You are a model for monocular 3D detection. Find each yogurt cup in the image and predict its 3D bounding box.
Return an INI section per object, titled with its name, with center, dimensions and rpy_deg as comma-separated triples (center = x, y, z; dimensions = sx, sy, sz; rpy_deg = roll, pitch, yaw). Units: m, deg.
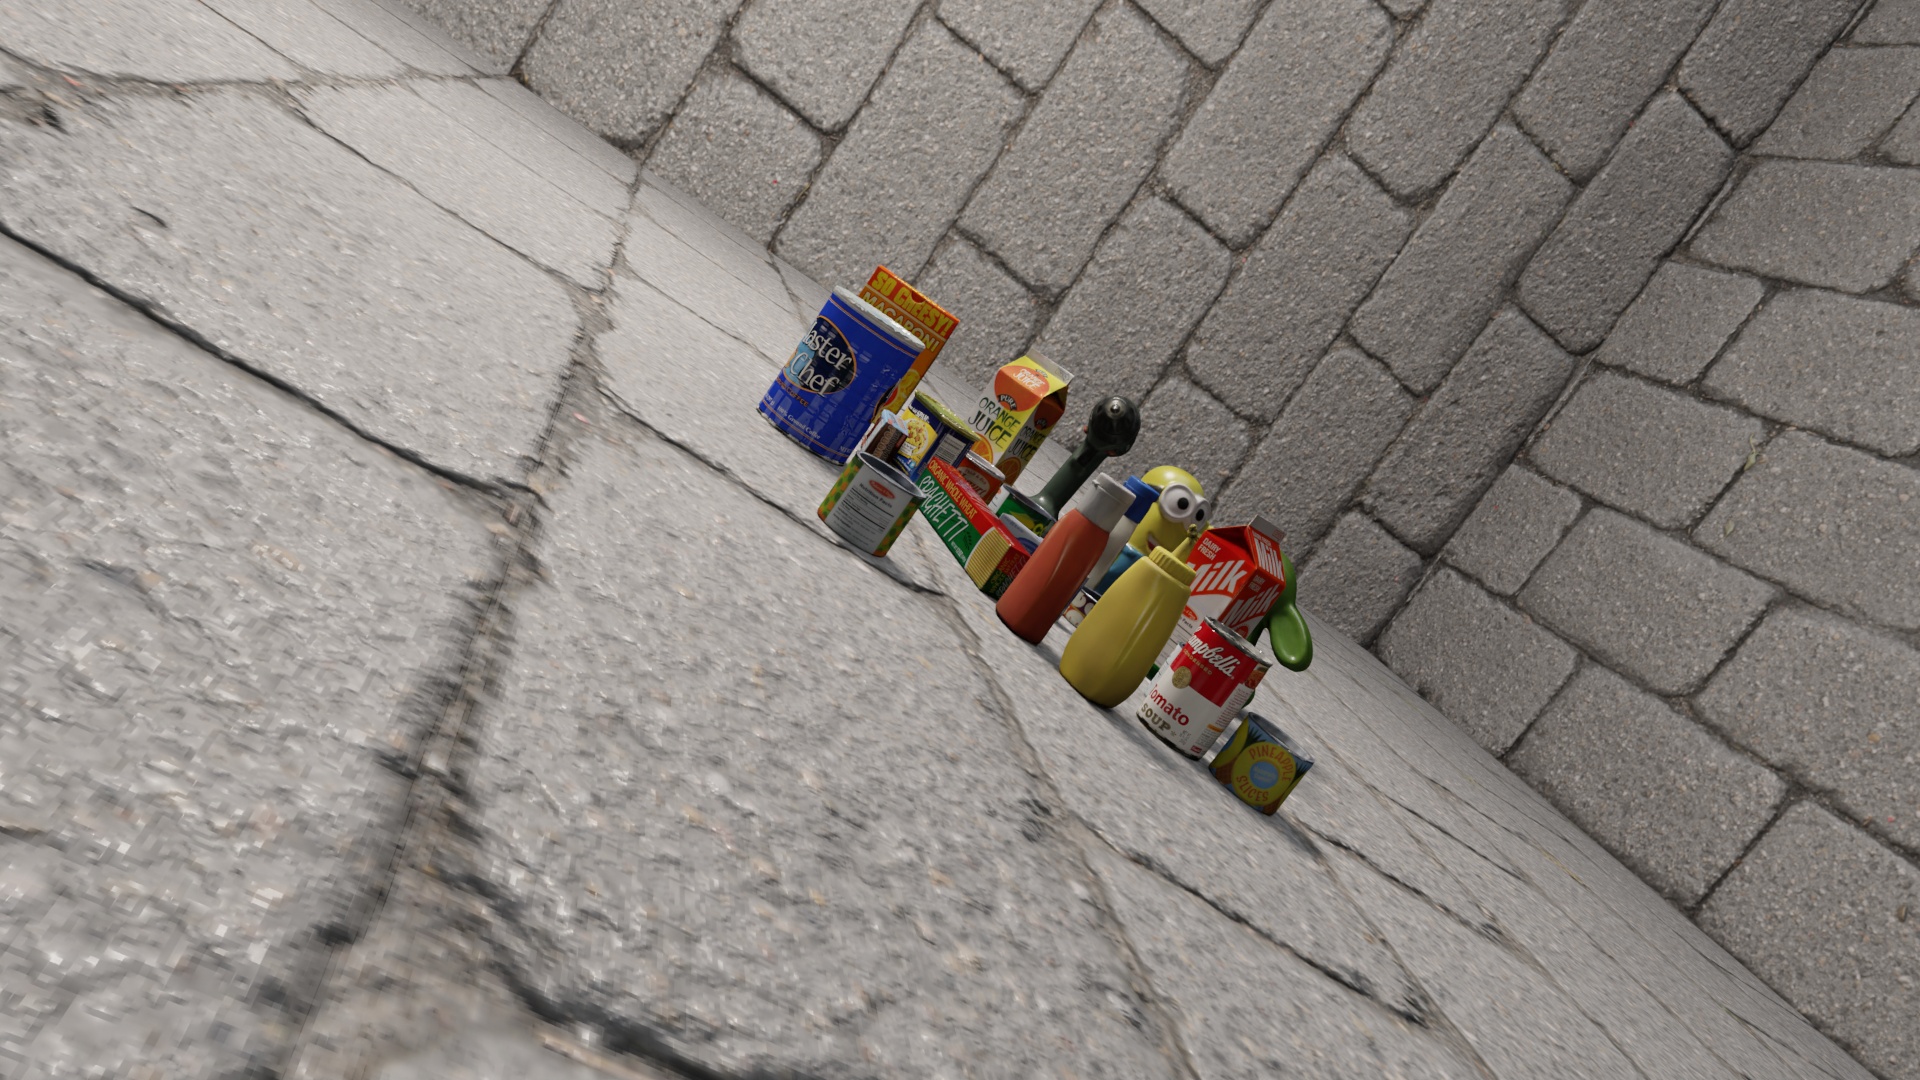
[yogurt cup]
center = 0.010, -0.071, 1.610
dimensions = 0.072, 0.054, 0.072
rpy_deg = 34, 9, -6

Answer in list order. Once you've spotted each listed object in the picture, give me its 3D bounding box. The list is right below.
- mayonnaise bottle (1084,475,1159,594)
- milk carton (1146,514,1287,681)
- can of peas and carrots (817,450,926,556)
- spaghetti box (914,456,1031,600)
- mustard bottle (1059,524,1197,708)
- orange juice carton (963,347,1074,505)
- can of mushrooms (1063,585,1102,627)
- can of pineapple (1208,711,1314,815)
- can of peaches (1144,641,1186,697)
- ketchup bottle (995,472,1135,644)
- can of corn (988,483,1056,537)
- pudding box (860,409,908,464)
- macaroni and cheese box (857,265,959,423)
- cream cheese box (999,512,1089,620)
[mayonnaise bottle]
center = 0.148, 0.003, 1.427
dimensions = 0.041, 0.148, 0.065
rpy_deg = 35, 8, -1
[milk carton]
center = 0.249, 0.060, 1.364
dimensions = 0.073, 0.190, 0.072
rpy_deg = 42, 11, 38
[can of peas and carrots]
center = -0.070, -0.029, 1.092
dimensions = 0.071, 0.058, 0.071
rpy_deg = 34, 9, -6
[spaghetti box]
center = 0.005, -0.017, 1.323
dimensions = 0.028, 0.050, 0.251
rpy_deg = 31, 10, -27
[mustard bottle]
center = 0.144, 0.056, 1.105
dimensions = 0.049, 0.160, 0.065
rpy_deg = 27, 11, -42
[orange juice carton]
center = 0.056, -0.138, 1.679
dimensions = 0.072, 0.192, 0.073
rpy_deg = 39, 9, 26
[can of mushrooms]
center = 0.132, 0.073, 1.373
dimensions = 0.071, 0.033, 0.071
rpy_deg = 34, 9, -6
[can of pineapple]
center = 0.247, 0.184, 1.142
dimensions = 0.071, 0.057, 0.071
rpy_deg = 34, 9, -6
[can of peaches]
center = 0.211, 0.135, 1.258
dimensions = 0.071, 0.058, 0.071
rpy_deg = 34, 9, -6
[ketchup bottle]
center = 0.089, 0.013, 1.161
dimensions = 0.043, 0.148, 0.065
rpy_deg = 32, 9, -21
[can of corn]
center = 0.059, -0.018, 1.497
dimensions = 0.071, 0.058, 0.071
rpy_deg = 34, 9, -6
[pudding box]
center = -0.081, -0.108, 1.482
dimensions = 0.030, 0.049, 0.084
rpy_deg = 33, 9, -12
[macaroni and cheese box]
center = -0.097, -0.241, 1.740
dimensions = 0.124, 0.166, 0.040
rpy_deg = 34, 8, -5
[cream cheese box]
center = 0.067, 0.025, 1.322
dimensions = 0.104, 0.053, 0.024
rpy_deg = 39, 9, 23
